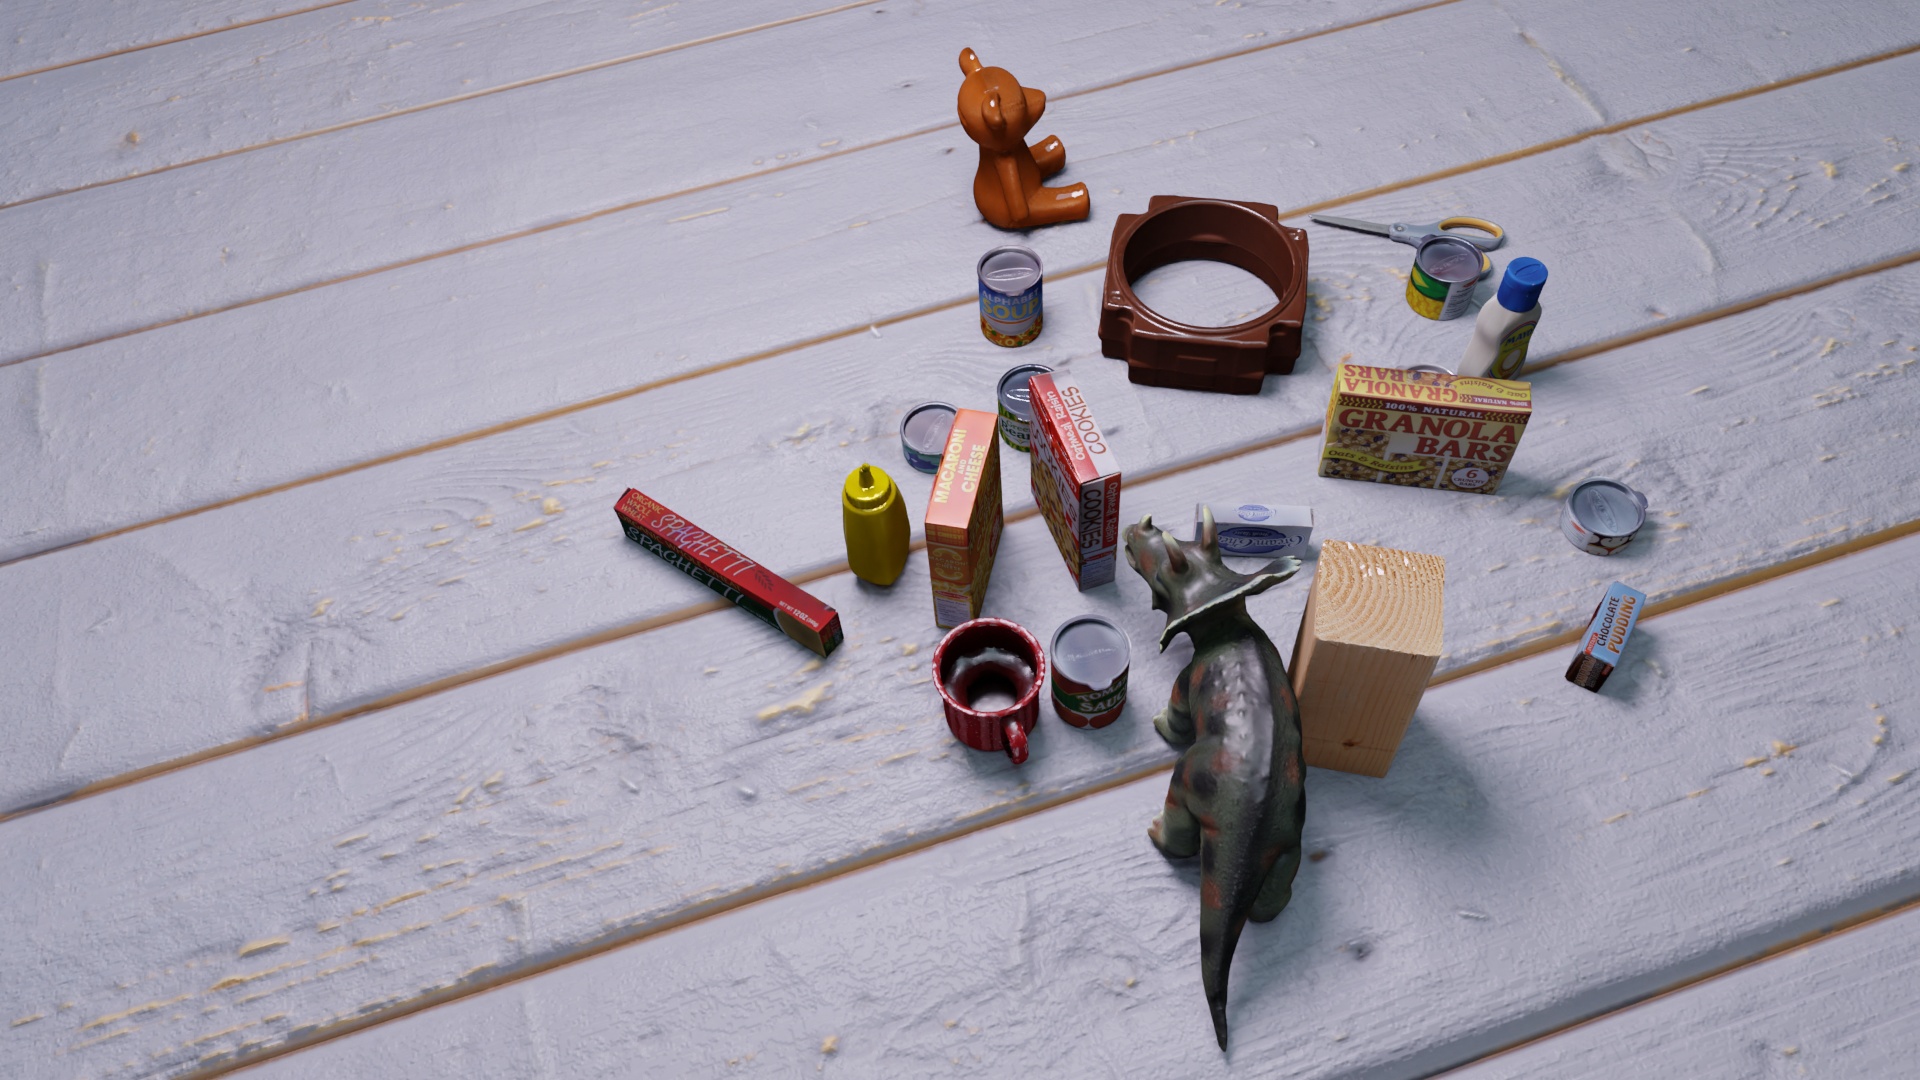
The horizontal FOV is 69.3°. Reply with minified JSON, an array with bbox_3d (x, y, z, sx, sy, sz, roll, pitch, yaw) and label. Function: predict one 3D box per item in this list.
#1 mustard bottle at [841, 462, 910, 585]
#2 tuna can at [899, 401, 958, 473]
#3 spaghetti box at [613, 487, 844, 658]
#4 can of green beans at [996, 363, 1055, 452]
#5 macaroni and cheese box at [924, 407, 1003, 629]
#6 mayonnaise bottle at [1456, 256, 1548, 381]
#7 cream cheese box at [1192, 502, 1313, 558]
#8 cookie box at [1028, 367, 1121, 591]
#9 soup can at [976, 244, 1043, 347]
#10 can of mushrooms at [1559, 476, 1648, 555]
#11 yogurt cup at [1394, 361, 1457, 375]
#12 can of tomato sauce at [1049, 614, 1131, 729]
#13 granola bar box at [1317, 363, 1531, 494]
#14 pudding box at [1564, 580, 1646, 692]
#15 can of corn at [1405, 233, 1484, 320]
[{"bbox_3d":[-0.077,-0.023,1.222,0.049,0.159,0.065,14,58,13],"label":"mustard bottle"},{"bbox_3d":[-0.022,-0.099,1.348,0.071,0.032,0.071,-2,56,3],"label":"tuna can"},{"bbox_3d":[-0.213,0.027,1.262,0.250,0.050,0.029,29,62,21],"label":"spaghetti box"},{"bbox_3d":[0.069,-0.128,1.346,0.071,0.057,0.071,-2,56,3],"label":"can of green beans"},{"bbox_3d":[0.004,-0.015,1.207,0.040,0.165,0.124,9,57,10],"label":"macaroni and cheese box"},{"bbox_3d":[0.517,-0.203,1.315,0.065,0.147,0.041,-24,58,-12],"label":"mayonnaise bottle"},{"bbox_3d":[0.263,-0.009,1.255,0.104,0.053,0.024,2,56,5],"label":"cream cheese box"},{"bbox_3d":[0.099,-0.052,1.226,0.040,0.166,0.123,-18,56,-8],"label":"cookie box"},{"bbox_3d":[0.051,-0.245,1.413,0.071,0.083,0.072,-2,56,3],"label":"soup can"},{"bbox_3d":[0.582,-0.022,1.256,0.071,0.033,0.071,-2,56,3],"label":"can of mushrooms"},{"bbox_3d":[0.442,-0.128,1.325,0.072,0.053,0.073,-2,56,3],"label":"yogurt cup"},{"bbox_3d":[0.109,0.113,1.163,0.071,0.082,0.071,-2,56,3],"label":"can of tomato sauce"},{"bbox_3d":[0.418,-0.100,1.265,0.165,0.123,0.039,7,57,8],"label":"granola bar box"},{"bbox_3d":[0.547,0.081,1.177,0.030,0.049,0.084,27,61,20],"label":"pudding box"},{"bbox_3d":[0.491,-0.269,1.417,0.071,0.058,0.071,-2,56,3],"label":"can of corn"}]
